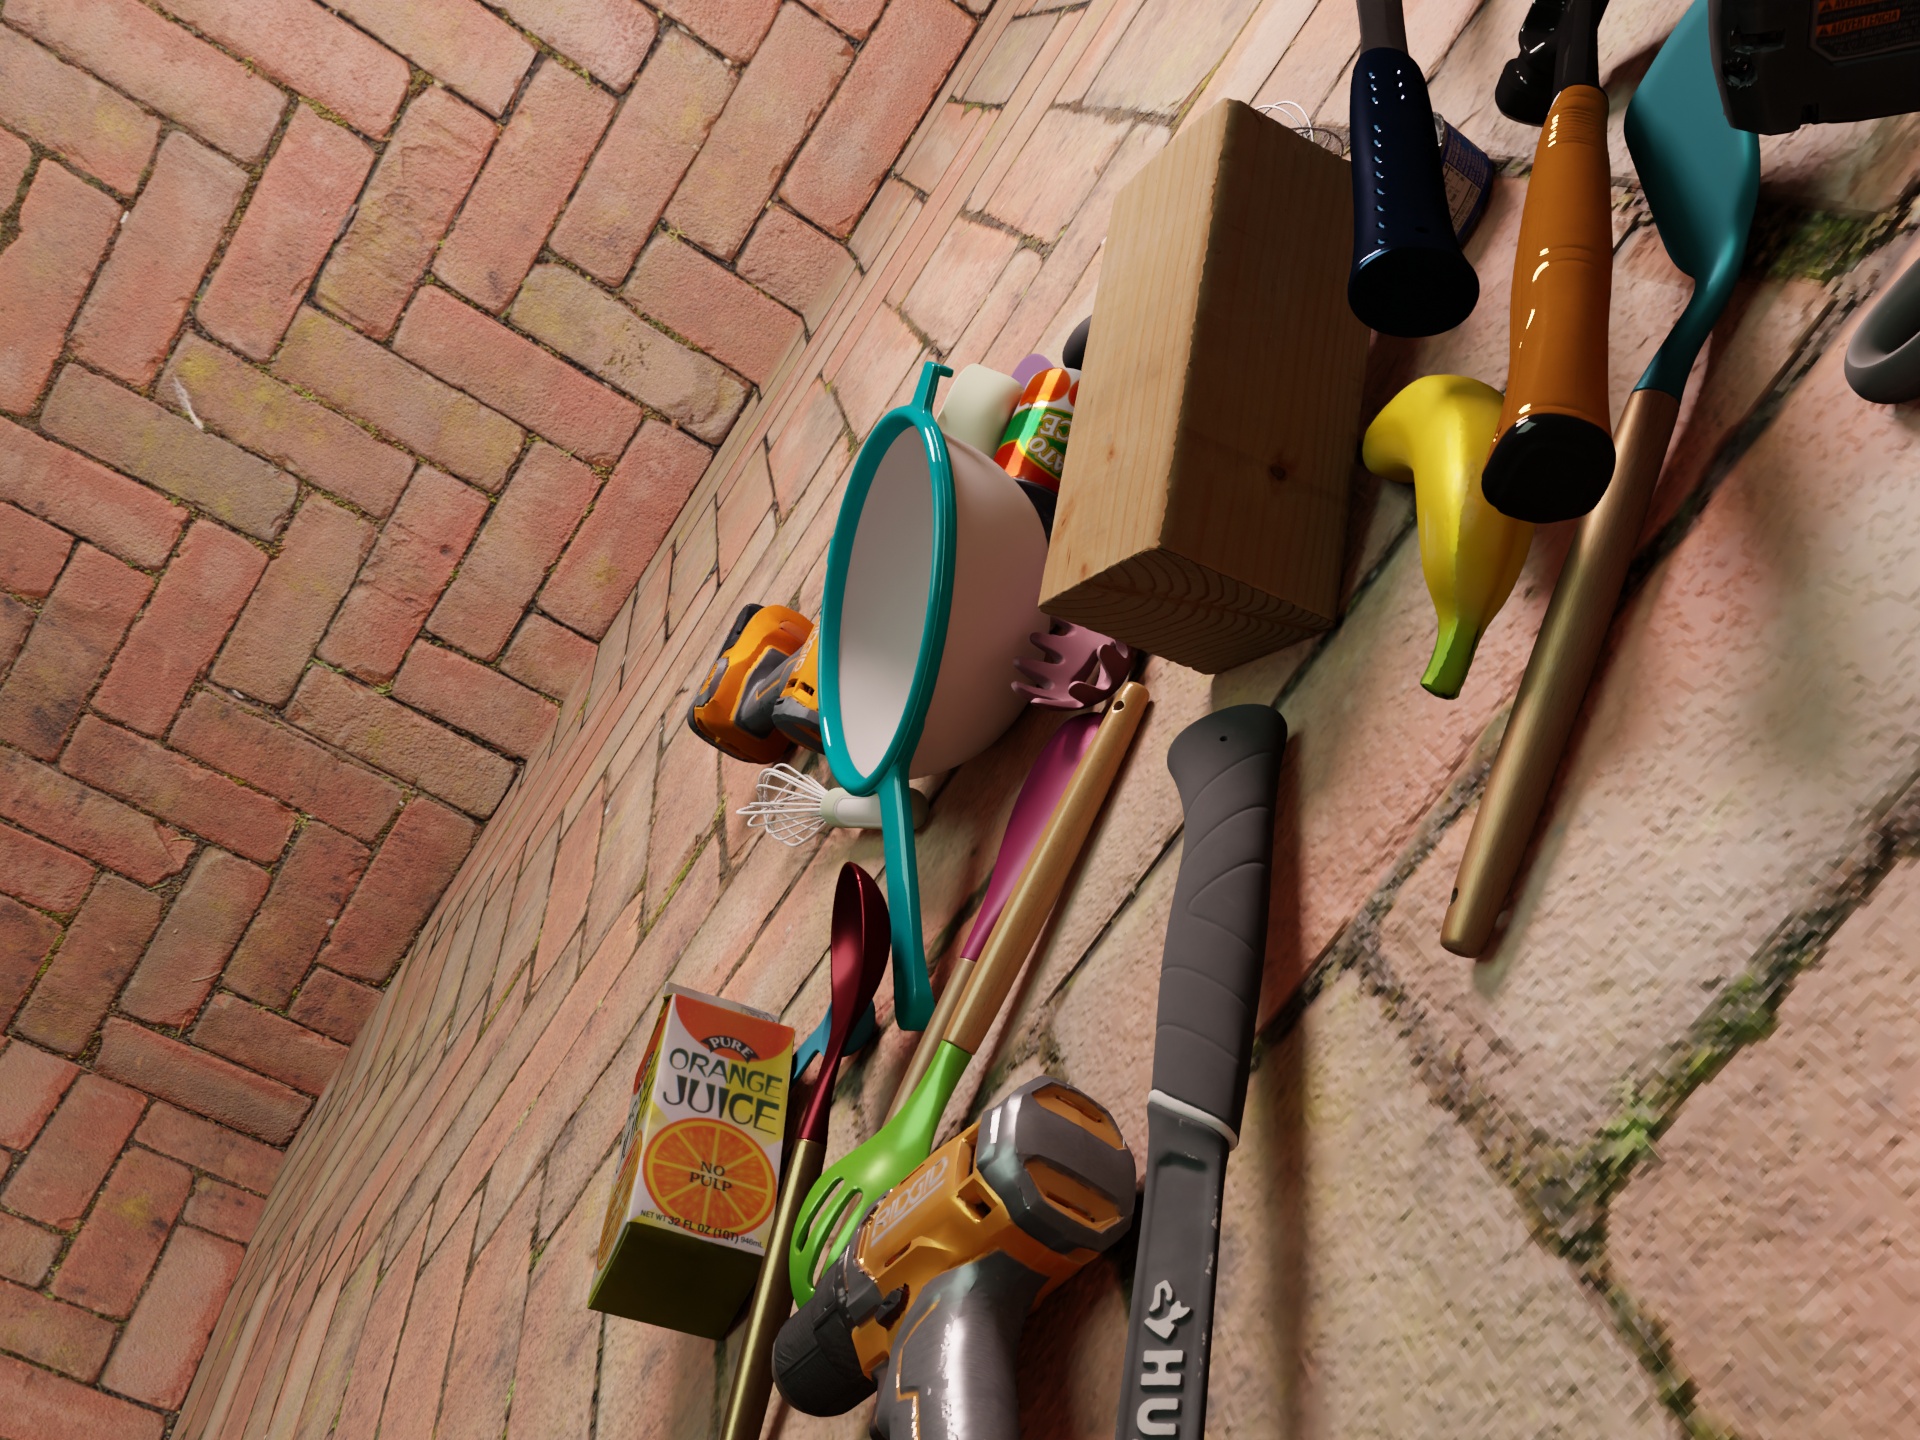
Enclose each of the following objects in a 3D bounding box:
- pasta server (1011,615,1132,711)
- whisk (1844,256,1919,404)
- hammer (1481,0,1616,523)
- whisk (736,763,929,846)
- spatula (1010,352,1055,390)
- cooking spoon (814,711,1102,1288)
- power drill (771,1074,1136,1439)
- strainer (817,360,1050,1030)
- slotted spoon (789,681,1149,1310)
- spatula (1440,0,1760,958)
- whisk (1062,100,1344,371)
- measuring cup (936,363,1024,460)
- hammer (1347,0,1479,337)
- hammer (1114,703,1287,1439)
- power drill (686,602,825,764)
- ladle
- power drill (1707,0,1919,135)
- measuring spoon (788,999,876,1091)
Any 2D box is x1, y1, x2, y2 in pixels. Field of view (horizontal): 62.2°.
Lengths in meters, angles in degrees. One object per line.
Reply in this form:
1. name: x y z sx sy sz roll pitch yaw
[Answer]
1. pasta server: 0.077 -0.125 0.841 0.060 0.040 0.316 -23 42 35
2. whisk: 0.308 -0.177 0.329 0.295 0.073 0.073 -53 19 40
3. hammer: 0.204 -0.188 0.523 0.127 0.034 0.337 101 -172 -50
4. whisk: -0.081 0.055 1.002 0.246 0.059 0.058 -5 95 63
5. spatula: 0.081 -0.205 1.000 0.316 0.018 0.059 -150 60 -70
6. cooking spoon: -0.004 0.134 0.722 0.069 0.017 0.319 -13 49 63
7. power drill: -0.022 0.246 0.510 0.185 0.084 0.226 -48 18 33
8. strainer: -0.001 -0.003 0.840 0.211 0.095 0.341 129 142 -56
9. slotted spoon: 0.009 0.118 0.691 0.070 0.031 0.314 15 71 42
10. spatula: 0.194 -0.079 0.489 0.082 0.044 0.317 94 -161 -76
11. whisk: 0.126 -0.271 0.940 0.284 0.070 0.070 -30 34 64
12. measuring cup: 0.002 -0.131 0.970 0.083 0.038 0.167 -18 -55 -72
13. hammer: 0.174 -0.281 0.673 0.406 0.144 0.035 -78 0 -46
14. hammer: 0.069 0.129 0.453 0.149 0.036 0.409 -9 36 21
15. power drill: -0.111 -0.049 1.185 0.226 0.084 0.164 -10 51 61
16. ladle: -0.074 0.216 0.718 0.069 0.031 0.316 132 153 -65
17. power drill: 0.246 -0.266 0.463 0.188 0.080 0.227 -3 48 20
18. measuring spoon: -0.073 0.179 0.846 0.128 0.021 0.042 126 159 -45
